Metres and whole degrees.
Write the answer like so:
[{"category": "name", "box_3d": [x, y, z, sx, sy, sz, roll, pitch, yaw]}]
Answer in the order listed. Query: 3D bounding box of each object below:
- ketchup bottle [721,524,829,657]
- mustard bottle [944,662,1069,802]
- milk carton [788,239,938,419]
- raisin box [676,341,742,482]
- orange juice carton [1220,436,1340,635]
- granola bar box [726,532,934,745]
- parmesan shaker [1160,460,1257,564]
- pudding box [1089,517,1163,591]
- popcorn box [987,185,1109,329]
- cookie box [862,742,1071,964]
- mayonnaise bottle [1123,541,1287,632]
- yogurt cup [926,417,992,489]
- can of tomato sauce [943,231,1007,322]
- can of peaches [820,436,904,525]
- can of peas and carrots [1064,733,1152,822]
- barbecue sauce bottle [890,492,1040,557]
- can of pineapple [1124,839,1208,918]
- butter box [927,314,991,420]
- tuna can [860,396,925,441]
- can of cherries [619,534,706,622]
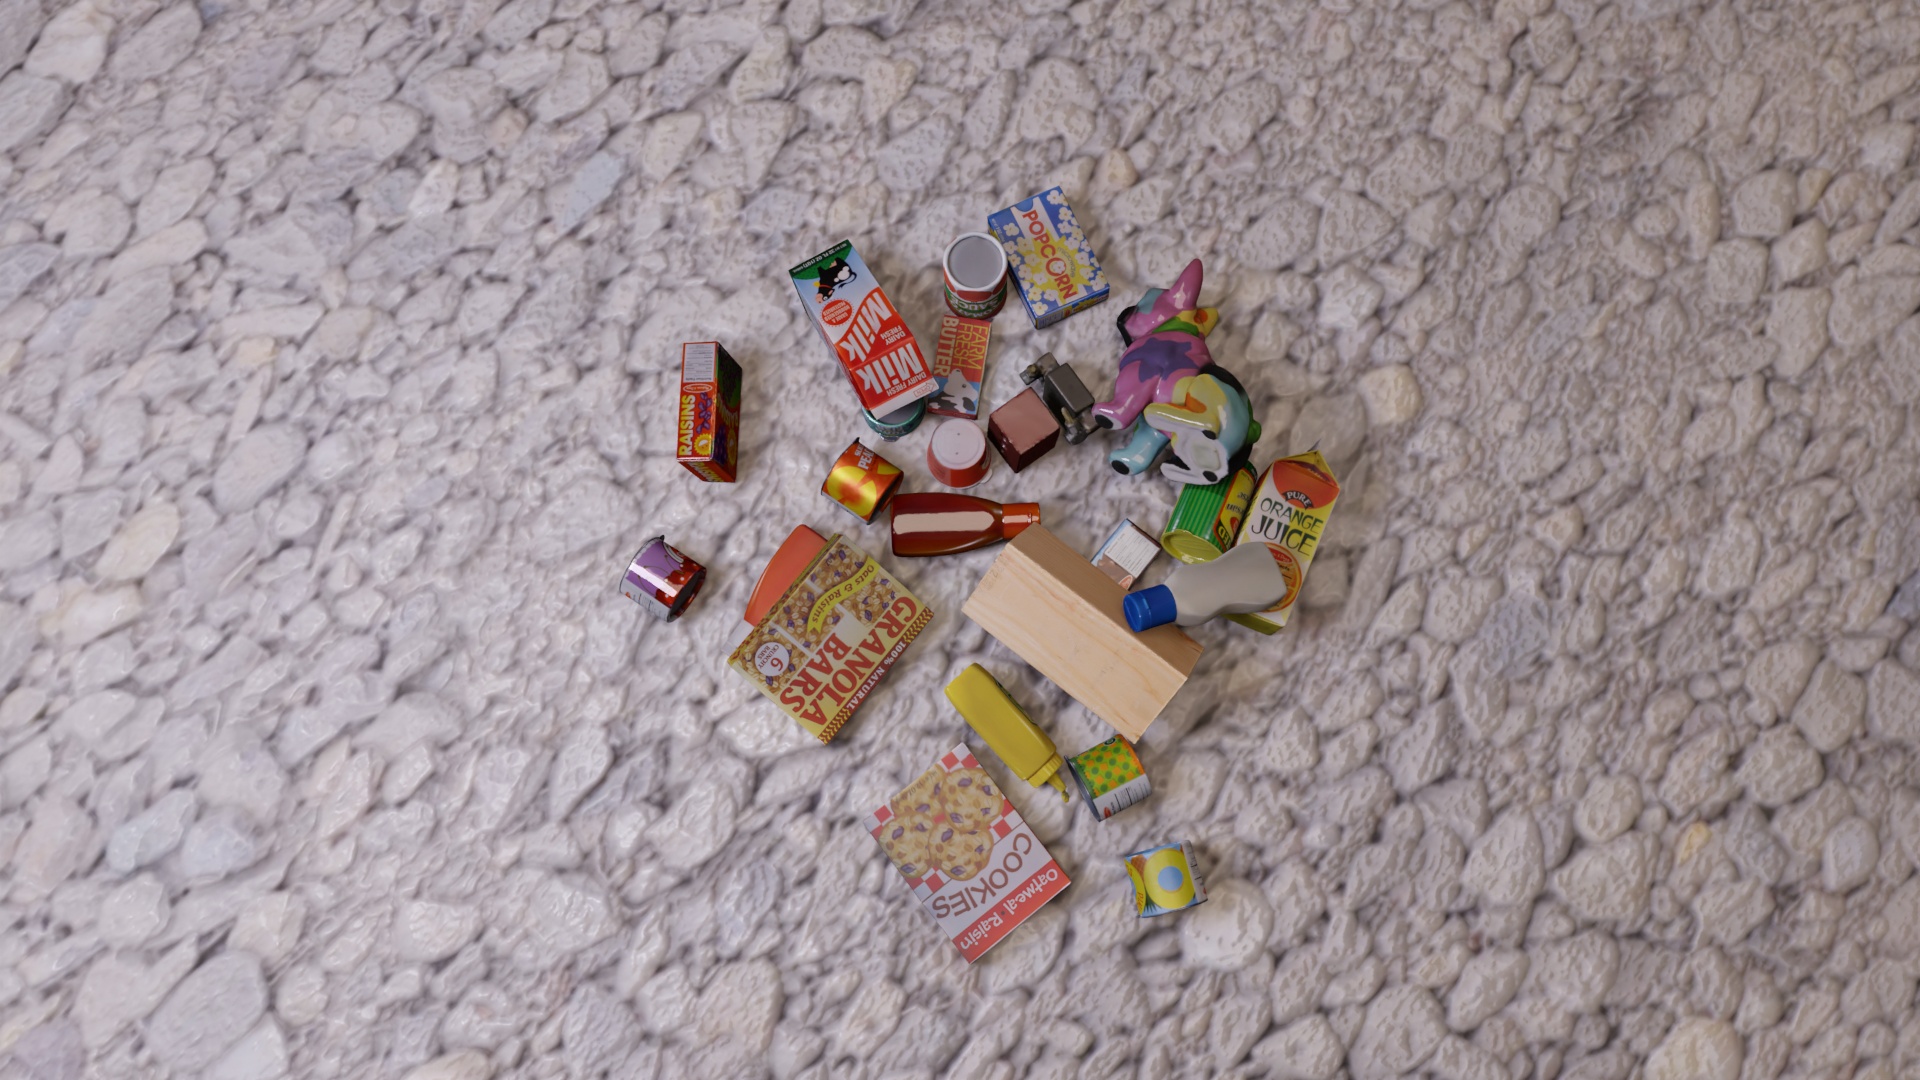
[{"category": "ketchup bottle", "box_3d": [-0.178, 0.059, 1.374, 0.065, 0.043, 0.149, 36, 81, 2]}, {"category": "mustard bottle", "box_3d": [0.052, 0.188, 1.336, 0.049, 0.065, 0.160, -43, 86, -2]}, {"category": "milk carton", "box_3d": [-0.095, -0.203, 1.388, 0.072, 0.073, 0.191, -28, 61, -5]}, {"category": "raisin box", "box_3d": [-0.250, -0.127, 1.393, 0.040, 0.086, 0.123, 0, 77, 7]}, {"category": "orange juice carton", "box_3d": [0.314, -0.010, 1.369, 0.073, 0.071, 0.193, 23, 79, 6]}, {"category": "granola bar box", "box_3d": [-0.125, 0.094, 1.347, 0.124, 0.039, 0.166, 42, 81, -15]}, {"category": "parmesan shaker", "box_3d": [0.245, -0.034, 1.366, 0.071, 0.071, 0.103, 24, 68, 6]}, {"category": "pudding box", "box_3d": [0.157, 0.025, 1.385, 0.050, 0.030, 0.084, 38, 81, 7]}, {"category": "popcorn box", "box_3d": [0.091, -0.295, 1.451, 0.085, 0.038, 0.127, -24, 79, -3]}, {"category": "cookie box", "box_3d": [0.006, 0.297, 1.322, 0.123, 0.040, 0.167, -37, 79, -7]}, {"category": "mayonnaise bottle", "box_3d": [0.224, 0.048, 1.284, 0.148, 0.041, 0.065, -15, 69, -16]}, {"category": "yogurt cup", "box_3d": [-0.002, -0.090, 1.399, 0.072, 0.054, 0.072, 0, 77, 1]}, {"category": "can of tomato sauce", "box_3d": [0.015, -0.268, 1.423, 0.071, 0.083, 0.071, 0, 78, 1]}, {"category": "can of peaches", "box_3d": [-0.096, -0.059, 1.386, 0.058, 0.071, 0.071, 34, 81, 7]}, {"category": "can of peas and carrots", "box_3d": [0.141, 0.224, 1.324, 0.059, 0.071, 0.071, -26, 79, -5]}, {"category": "barbecue sauce bottle", "box_3d": [0.005, -0.017, 1.389, 0.149, 0.043, 0.065, -2, 83, 0]}, {"category": "can of pineapple", "box_3d": [0.190, 0.317, 1.302, 0.071, 0.071, 0.058, -15, 78, -2]}, {"category": "butter box", "box_3d": [-0.001, -0.179, 1.434, 0.053, 0.024, 0.103, 9, 78, 2]}, {"category": "tuna can", "box_3d": [-0.070, -0.139, 1.421, 0.071, 0.032, 0.071, 0, 77, 1]}, {"category": "can of cherries", "box_3d": [-0.291, 0.037, 1.368, 0.058, 0.071, 0.071, 32, 80, 7]}]
